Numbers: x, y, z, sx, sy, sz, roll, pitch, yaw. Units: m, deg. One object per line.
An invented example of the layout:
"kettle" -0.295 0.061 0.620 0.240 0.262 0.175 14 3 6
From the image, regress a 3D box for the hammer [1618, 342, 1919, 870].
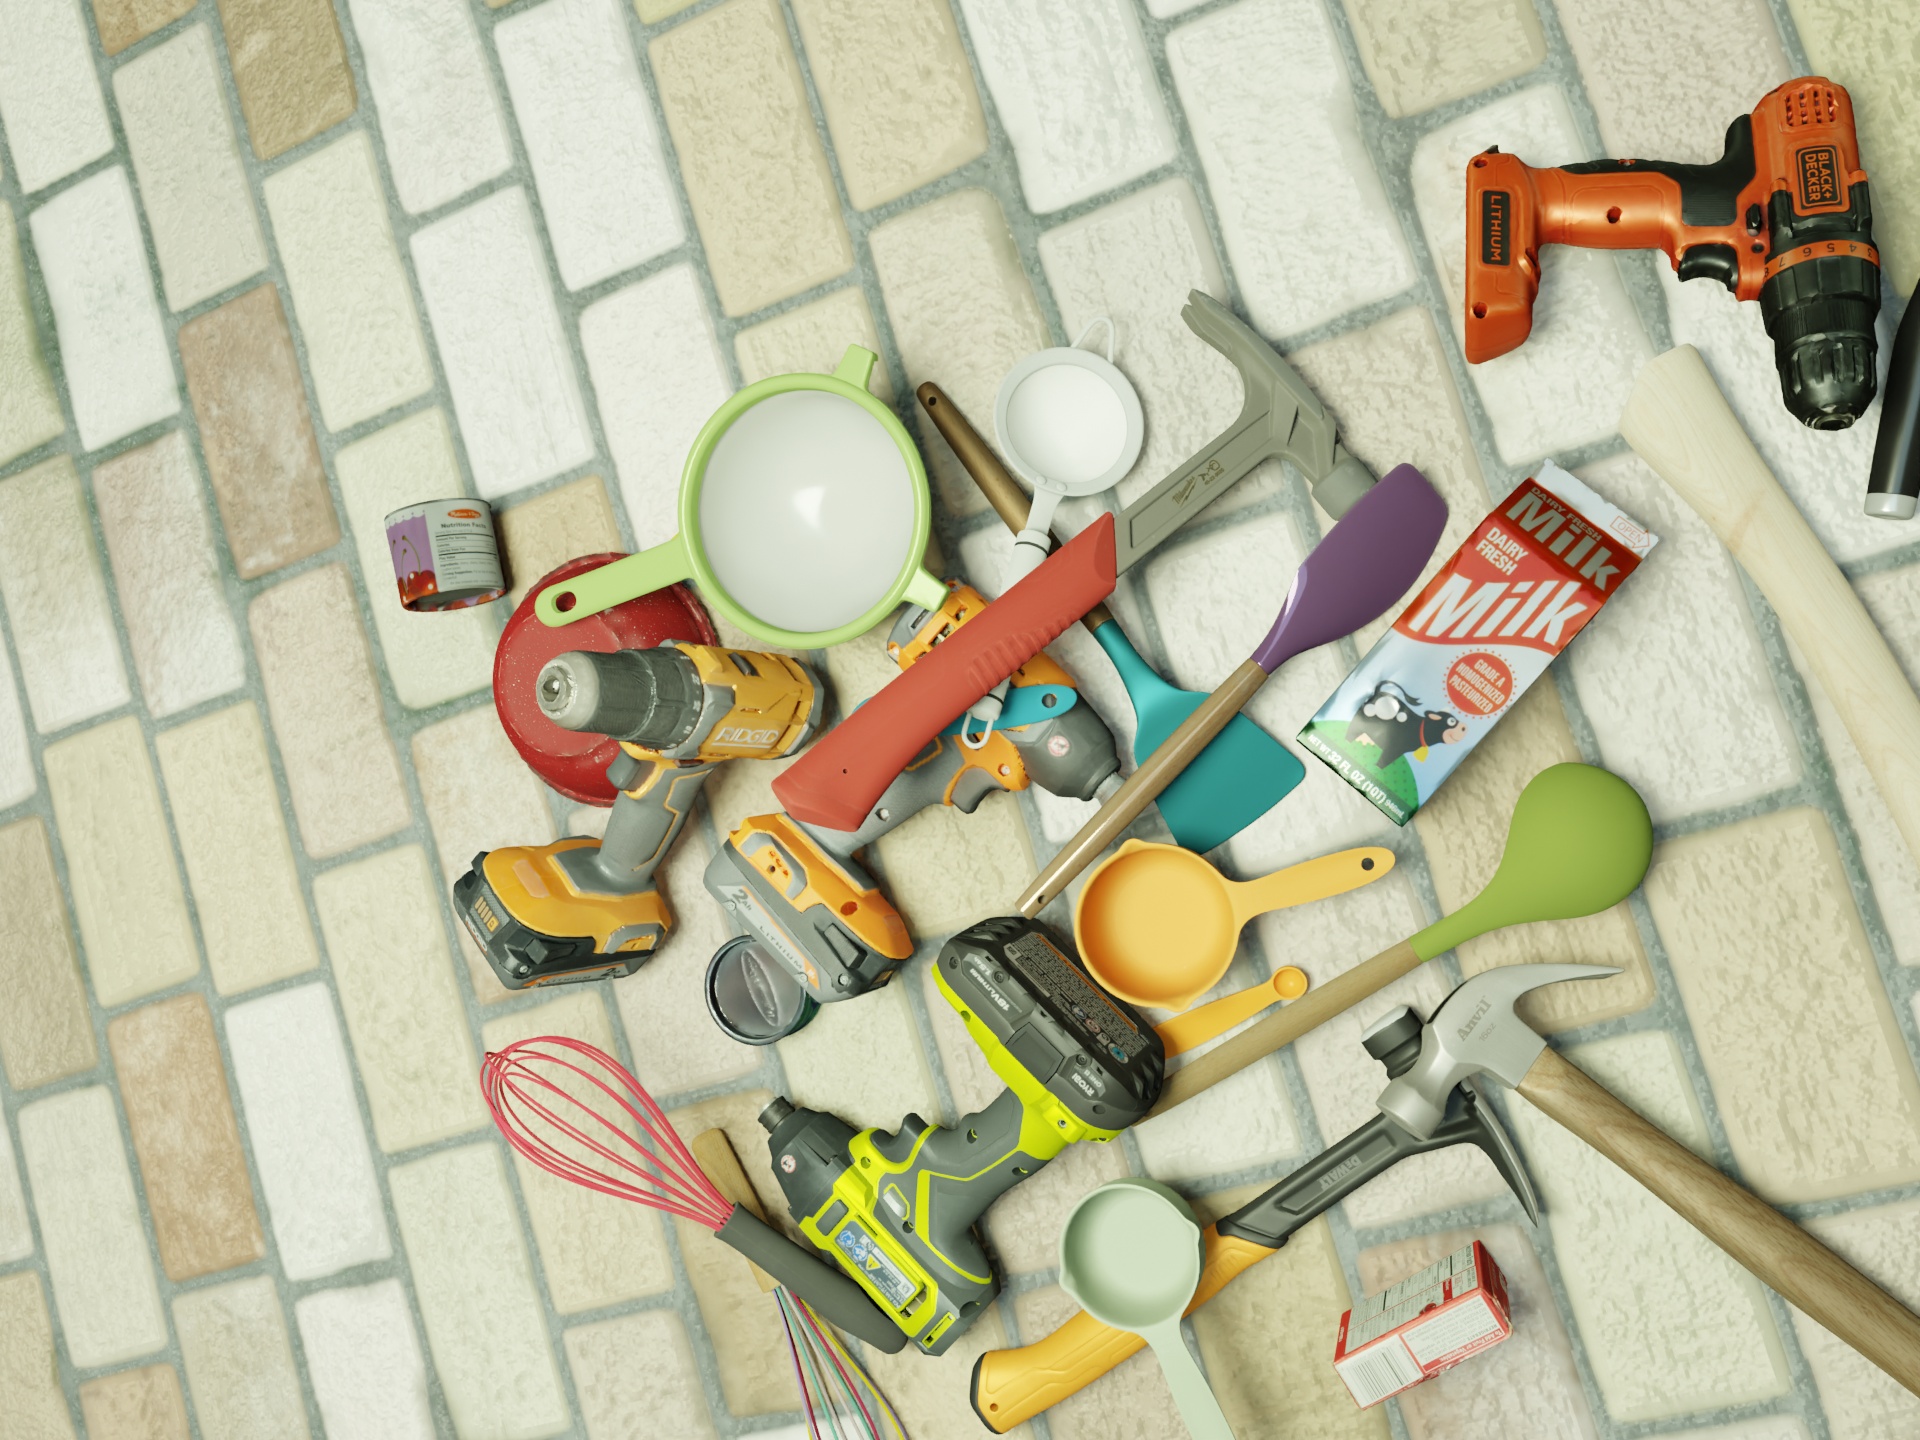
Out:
"hammer" 0.457 -0.008 0.774 0.146 0.038 0.411 -29 81 14

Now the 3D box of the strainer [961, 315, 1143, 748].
"strainer" 0.040 -0.103 0.872 0.087 0.050 0.258 20 72 -8

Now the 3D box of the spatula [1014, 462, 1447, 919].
"spatula" 0.143 -0.009 0.852 0.316 0.018 0.059 -46 113 2

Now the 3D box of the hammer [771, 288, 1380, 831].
"hammer" 0.045 -0.074 0.828 0.359 0.036 0.149 -39 82 -13

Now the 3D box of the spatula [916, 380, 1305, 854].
"spatula" 0.068 -0.071 0.906 0.082 0.044 0.318 -39 74 14

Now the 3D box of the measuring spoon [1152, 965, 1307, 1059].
"measuring spoon" 0.140 0.165 0.887 0.117 0.011 0.021 -30 98 18

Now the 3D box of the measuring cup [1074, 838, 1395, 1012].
"measuring cup" 0.148 0.098 0.865 0.173 0.052 0.095 -17 84 8

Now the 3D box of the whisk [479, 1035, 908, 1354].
"whisk" -0.150 0.275 0.913 0.296 0.073 0.073 37 101 -5

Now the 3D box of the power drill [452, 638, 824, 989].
"power drill" -0.198 0.048 0.895 0.084 0.185 0.226 48 112 26

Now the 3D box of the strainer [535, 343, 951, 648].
"strainer" -0.126 -0.102 0.917 0.256 0.069 0.151 -18 90 21

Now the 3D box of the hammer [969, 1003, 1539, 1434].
"hammer" 0.145 0.300 0.870 0.337 0.034 0.127 -38 78 14

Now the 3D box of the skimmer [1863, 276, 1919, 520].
"skimmer" 0.494 -0.274 0.737 0.127 0.090 0.363 9 95 -14

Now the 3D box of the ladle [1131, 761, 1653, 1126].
"ladle" 0.218 0.129 0.844 0.320 0.062 0.078 -36 102 19

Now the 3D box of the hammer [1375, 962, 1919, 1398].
"hammer" 0.379 0.241 0.785 0.331 0.031 0.130 37 81 10

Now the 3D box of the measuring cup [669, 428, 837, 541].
"measuring cup" -0.133 -0.133 0.973 0.156 0.029 0.062 -37 86 26

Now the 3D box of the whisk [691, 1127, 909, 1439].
"whisk" -0.101 0.357 0.944 0.047 0.051 0.245 -35 76 20

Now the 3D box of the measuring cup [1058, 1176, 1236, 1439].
"measuring cup" 0.113 0.322 0.842 0.083 0.038 0.168 -29 80 16

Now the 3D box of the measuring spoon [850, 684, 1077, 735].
"measuring spoon" -0.001 -0.003 0.855 0.128 0.021 0.042 -11 81 10

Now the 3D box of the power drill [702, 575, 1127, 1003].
"power drill" -0.020 0.052 0.903 0.164 0.084 0.226 43 97 14

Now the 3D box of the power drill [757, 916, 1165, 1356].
"power drill" -0.008 0.223 0.887 0.171 0.080 0.223 43 112 15
